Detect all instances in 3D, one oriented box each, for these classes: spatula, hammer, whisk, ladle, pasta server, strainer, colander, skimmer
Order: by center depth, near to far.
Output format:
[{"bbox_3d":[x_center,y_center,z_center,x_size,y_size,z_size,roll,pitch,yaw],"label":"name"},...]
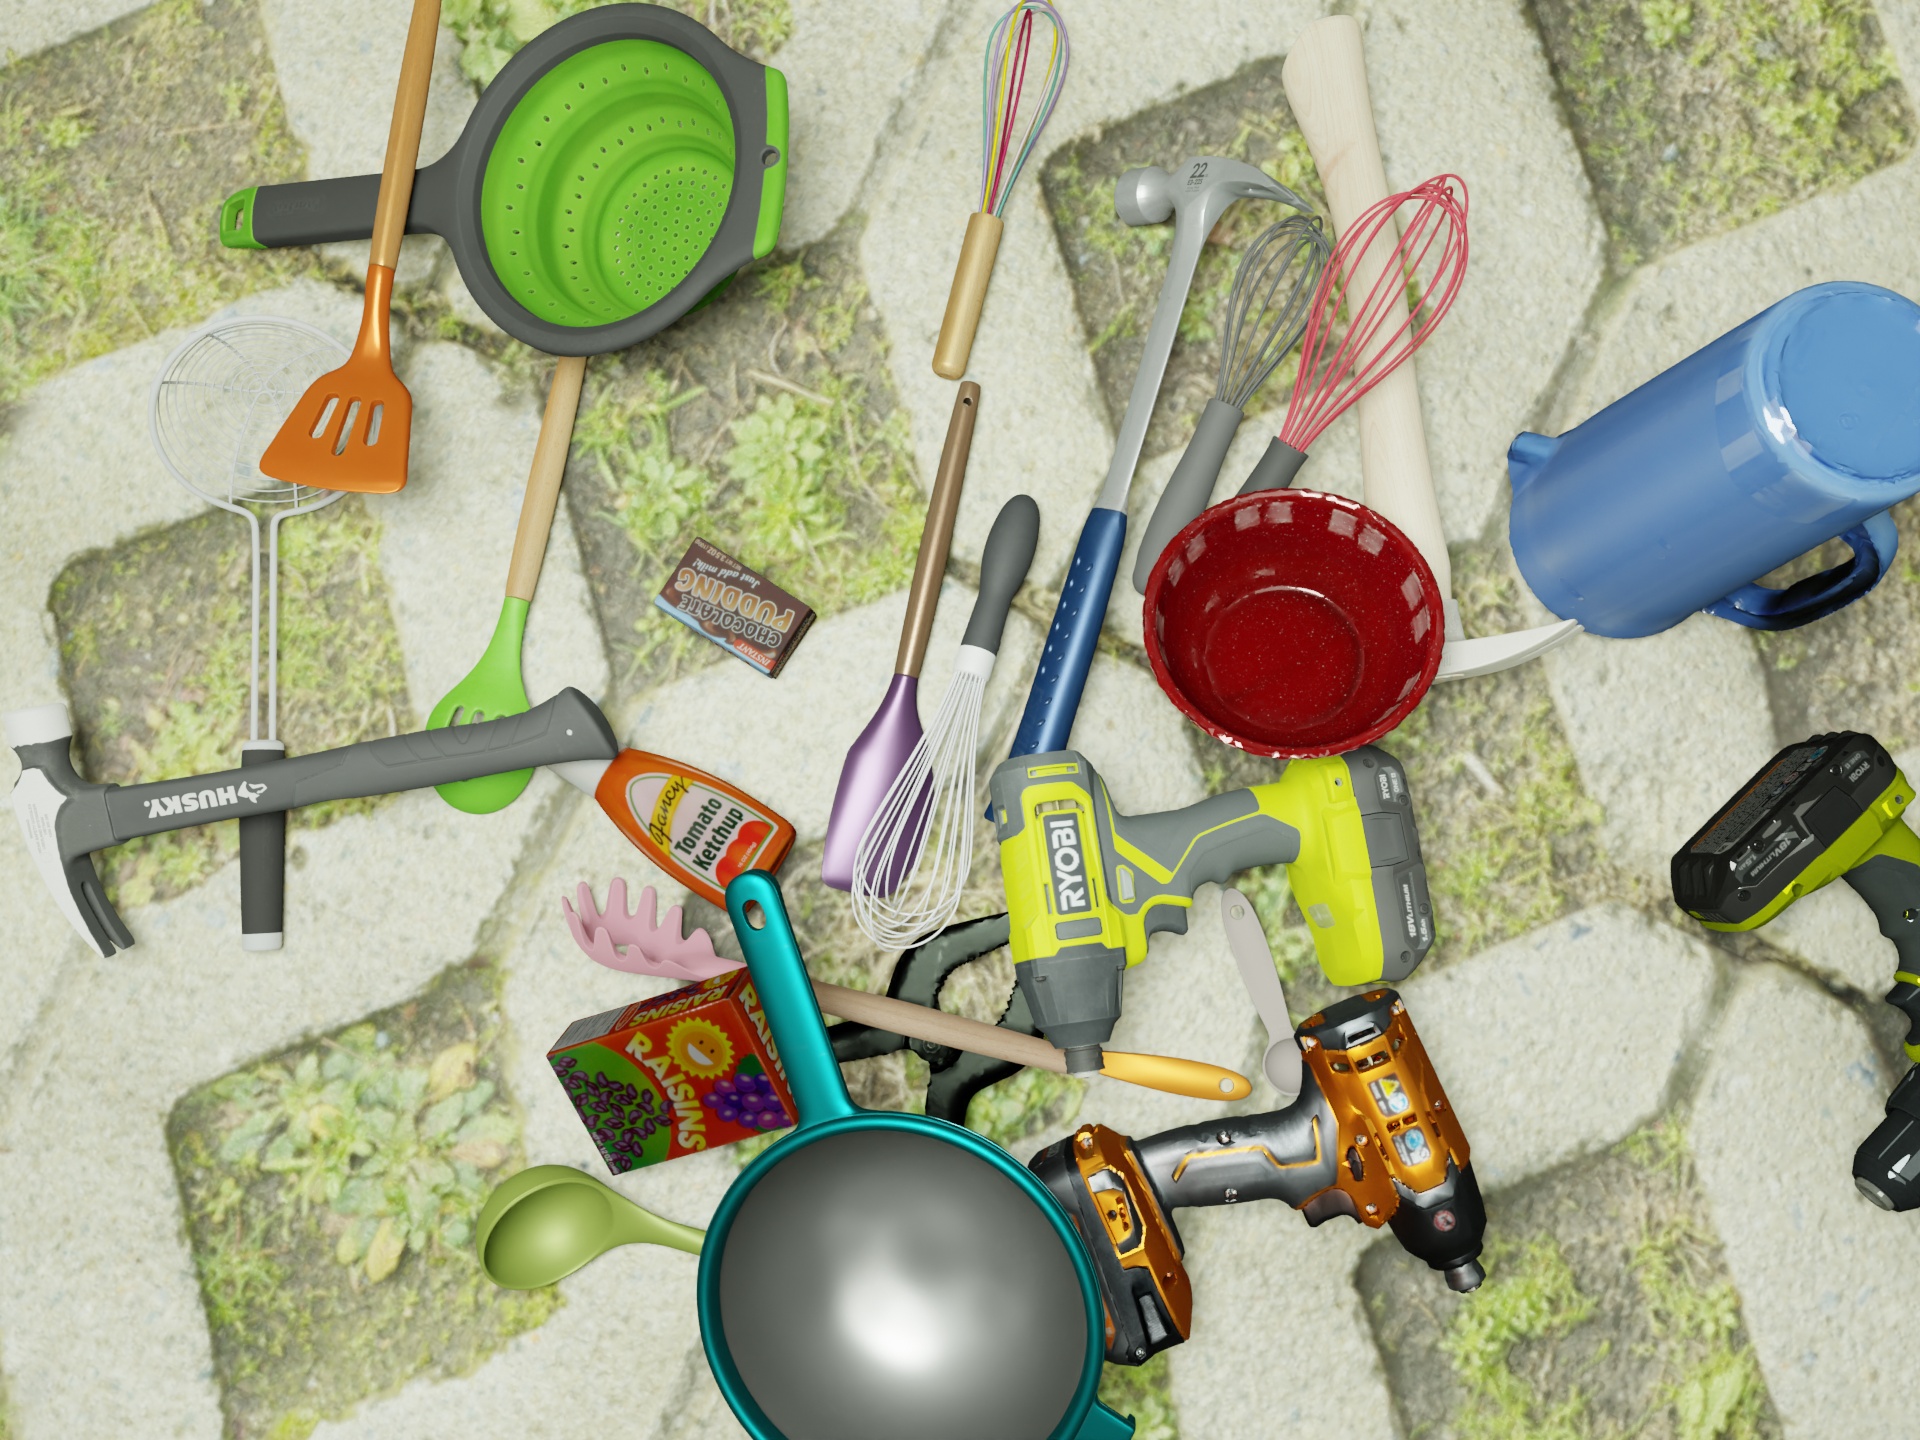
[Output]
[{"bbox_3d":[-0.045,0.234,0.834,0.211,0.095,0.340,-19,90,14],"label":"strainer"},{"bbox_3d":[-0.078,0.148,0.894,0.316,0.060,0.040,12,110,13],"label":"pasta server"},{"bbox_3d":[-0.112,0.312,0.895,0.320,0.062,0.078,12,114,0],"label":"ladle"},{"bbox_3d":[-0.361,0.038,0.902,0.335,0.035,0.146,-10,96,0],"label":"hammer"},{"bbox_3d":[0.199,-0.173,0.906,0.073,0.073,0.295,32,106,5],"label":"whisk"},{"bbox_3d":[-0.330,-0.286,0.913,0.081,0.041,0.323,8,85,-3],"label":"spatula"},{"bbox_3d":[0.092,-0.131,0.920,0.035,0.144,0.405,17,90,-36],"label":"hammer"},{"bbox_3d":[-0.001,-0.003,0.925,0.070,0.070,0.285,17,76,4],"label":"whisk"},{"bbox_3d":[-0.405,-0.047,0.928,0.127,0.090,0.363,1,85,-29],"label":"skimmer"},{"bbox_3d":[0.256,-0.224,0.932,0.146,0.038,0.411,-11,79,28],"label":"hammer"},{"bbox_3d":[0.156,-0.183,0.932,0.055,0.055,0.239,24,98,4],"label":"whisk"},{"bbox_3d":[-0.025,-0.051,0.952,0.059,0.018,0.316,12,84,-8],"label":"spatula"},{"bbox_3d":[-0.267,-0.305,0.965,0.397,0.094,0.204,2,85,20],"label":"colander"},{"bbox_3d":[0.019,-0.329,0.971,0.051,0.047,0.245,15,87,2],"label":"whisk"}]

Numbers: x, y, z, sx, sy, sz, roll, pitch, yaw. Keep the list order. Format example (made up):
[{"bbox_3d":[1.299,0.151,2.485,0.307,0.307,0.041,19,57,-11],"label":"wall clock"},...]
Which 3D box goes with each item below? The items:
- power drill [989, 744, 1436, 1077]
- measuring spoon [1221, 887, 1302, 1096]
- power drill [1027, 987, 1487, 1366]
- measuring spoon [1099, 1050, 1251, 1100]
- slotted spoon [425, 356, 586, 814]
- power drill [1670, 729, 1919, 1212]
[{"bbox_3d":[0.135,0.097,0.873,0.223,0.080,0.171,-6,79,-12],"label":"power drill"},{"bbox_3d":[0.178,0.157,0.926,0.034,0.018,0.124,-20,76,9],"label":"measuring spoon"},{"bbox_3d":[0.167,0.264,0.868,0.226,0.084,0.164,-25,84,5],"label":"power drill"},{"bbox_3d":[0.111,0.204,0.921,0.117,0.011,0.021,10,84,3],"label":"measuring spoon"},{"bbox_3d":[-0.264,-0.098,0.962,0.070,0.031,0.314,11,82,4],"label":"slotted spoon"},{"bbox_3d":[0.515,0.138,0.884,0.190,0.080,0.228,-43,87,-3],"label":"power drill"}]
